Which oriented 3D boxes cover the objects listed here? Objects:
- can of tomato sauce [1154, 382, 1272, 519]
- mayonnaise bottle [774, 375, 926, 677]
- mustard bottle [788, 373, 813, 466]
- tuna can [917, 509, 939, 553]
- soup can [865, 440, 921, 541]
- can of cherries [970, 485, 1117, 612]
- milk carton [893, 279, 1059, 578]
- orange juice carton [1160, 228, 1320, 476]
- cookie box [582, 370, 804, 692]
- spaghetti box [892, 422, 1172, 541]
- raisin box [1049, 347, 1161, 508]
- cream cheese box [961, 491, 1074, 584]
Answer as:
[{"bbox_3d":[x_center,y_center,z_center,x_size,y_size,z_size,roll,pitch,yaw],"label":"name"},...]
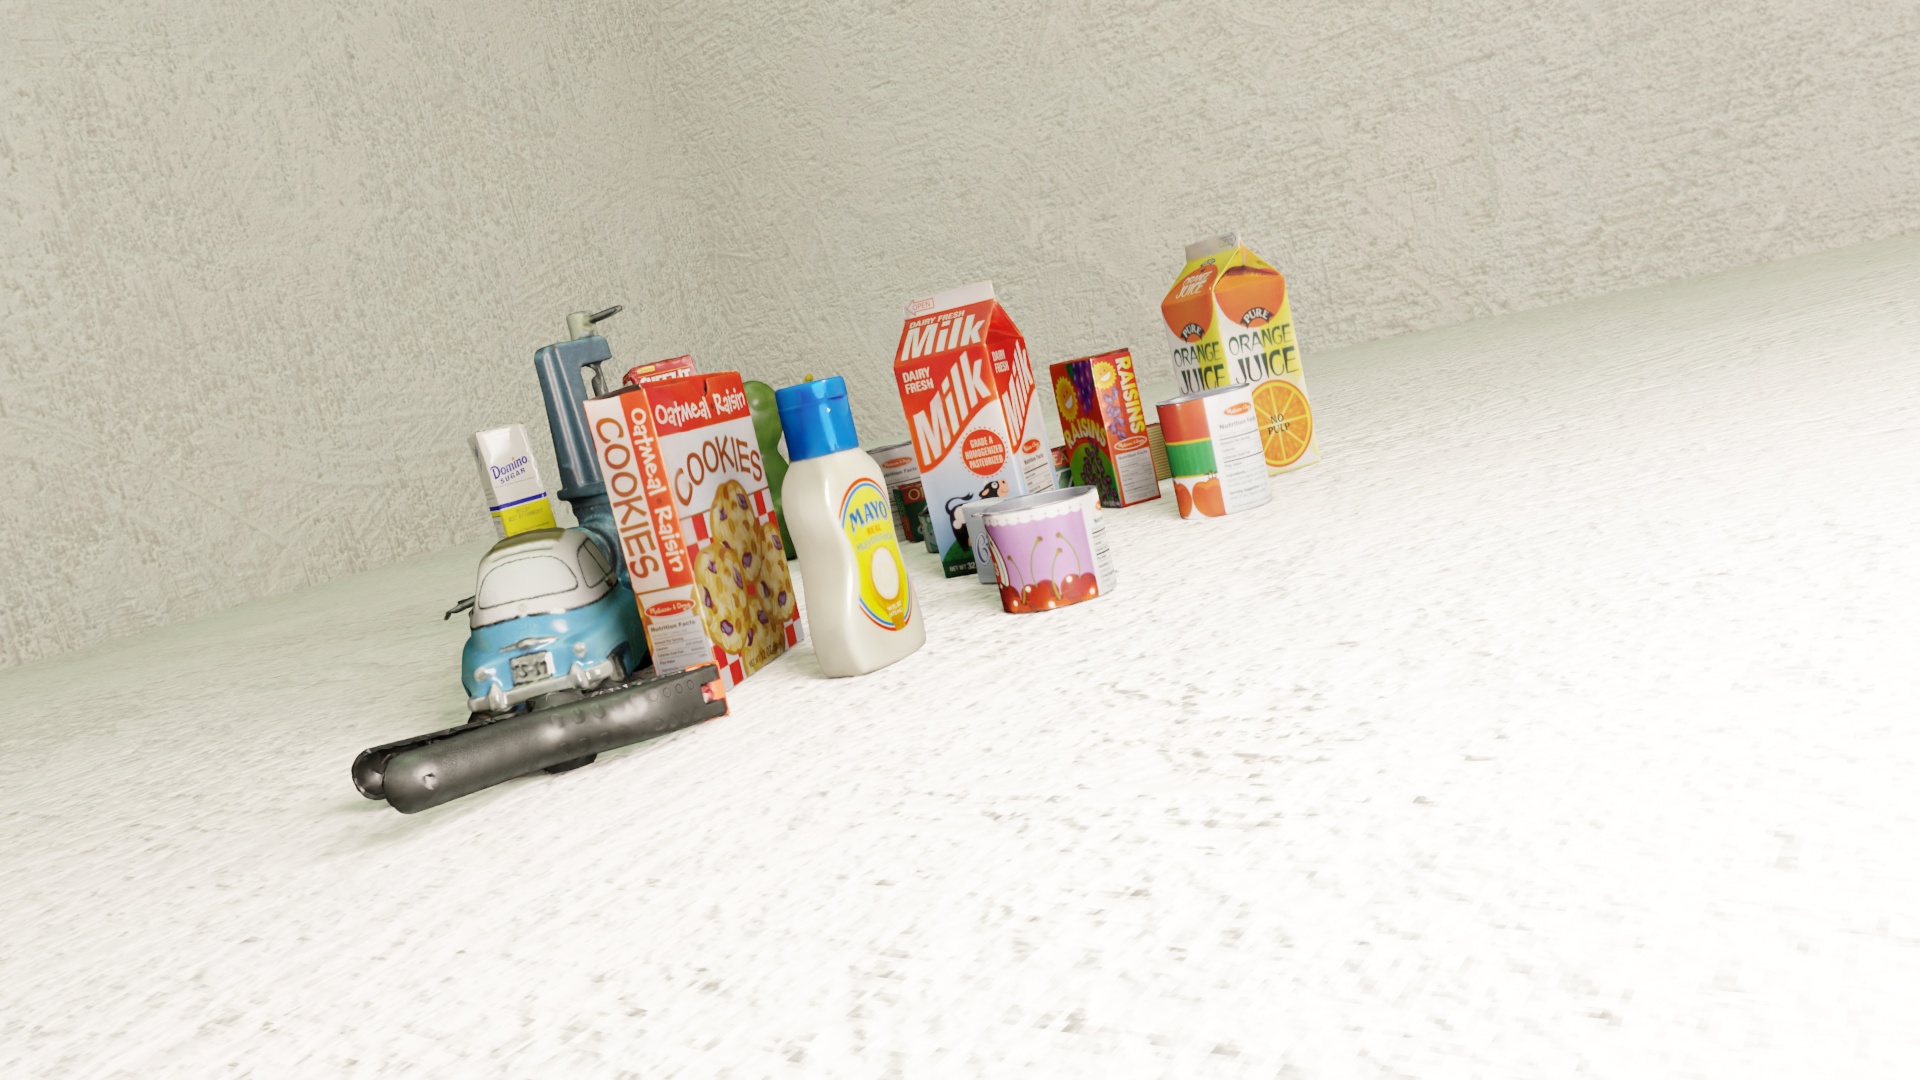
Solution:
[{"bbox_3d":[0.175,-0.062,0.966,0.071,0.083,0.071,-13,7,2],"label":"can of tomato sauce"},{"bbox_3d":[-0.060,-0.008,0.709,0.041,0.148,0.065,-9,8,36],"label":"mayonnaise bottle"},{"bbox_3d":[-0.110,-0.055,1.123,0.049,0.160,0.065,-19,9,-42],"label":"mustard bottle"},{"bbox_3d":[0.004,-0.014,1.107,0.071,0.032,0.071,-13,7,2],"label":"tuna can"},{"bbox_3d":[-0.057,-0.045,1.255,0.071,0.083,0.071,-13,7,2],"label":"soup can"},{"bbox_3d":[0.047,0.005,0.773,0.071,0.058,0.071,-13,7,2],"label":"can of cherries"},{"bbox_3d":[0.012,-0.078,0.954,0.072,0.190,0.074,-10,7,25],"label":"milk carton"},{"bbox_3d":[0.218,-0.146,1.104,0.073,0.192,0.072,-16,7,-25],"label":"orange juice carton"},{"bbox_3d":[-0.143,-0.007,0.775,0.040,0.167,0.123,-11,7,16],"label":"cookie box"},{"bbox_3d":[0.068,-0.052,1.219,0.250,0.050,0.028,-14,7,-10],"label":"spaghetti box"},{"bbox_3d":[0.118,-0.091,1.136,0.040,0.123,0.086,-15,7,-18],"label":"raisin box"},{"bbox_3d":[0.044,-0.002,0.851,0.024,0.053,0.103,-18,8,-35],"label":"cream cheese box"}]
